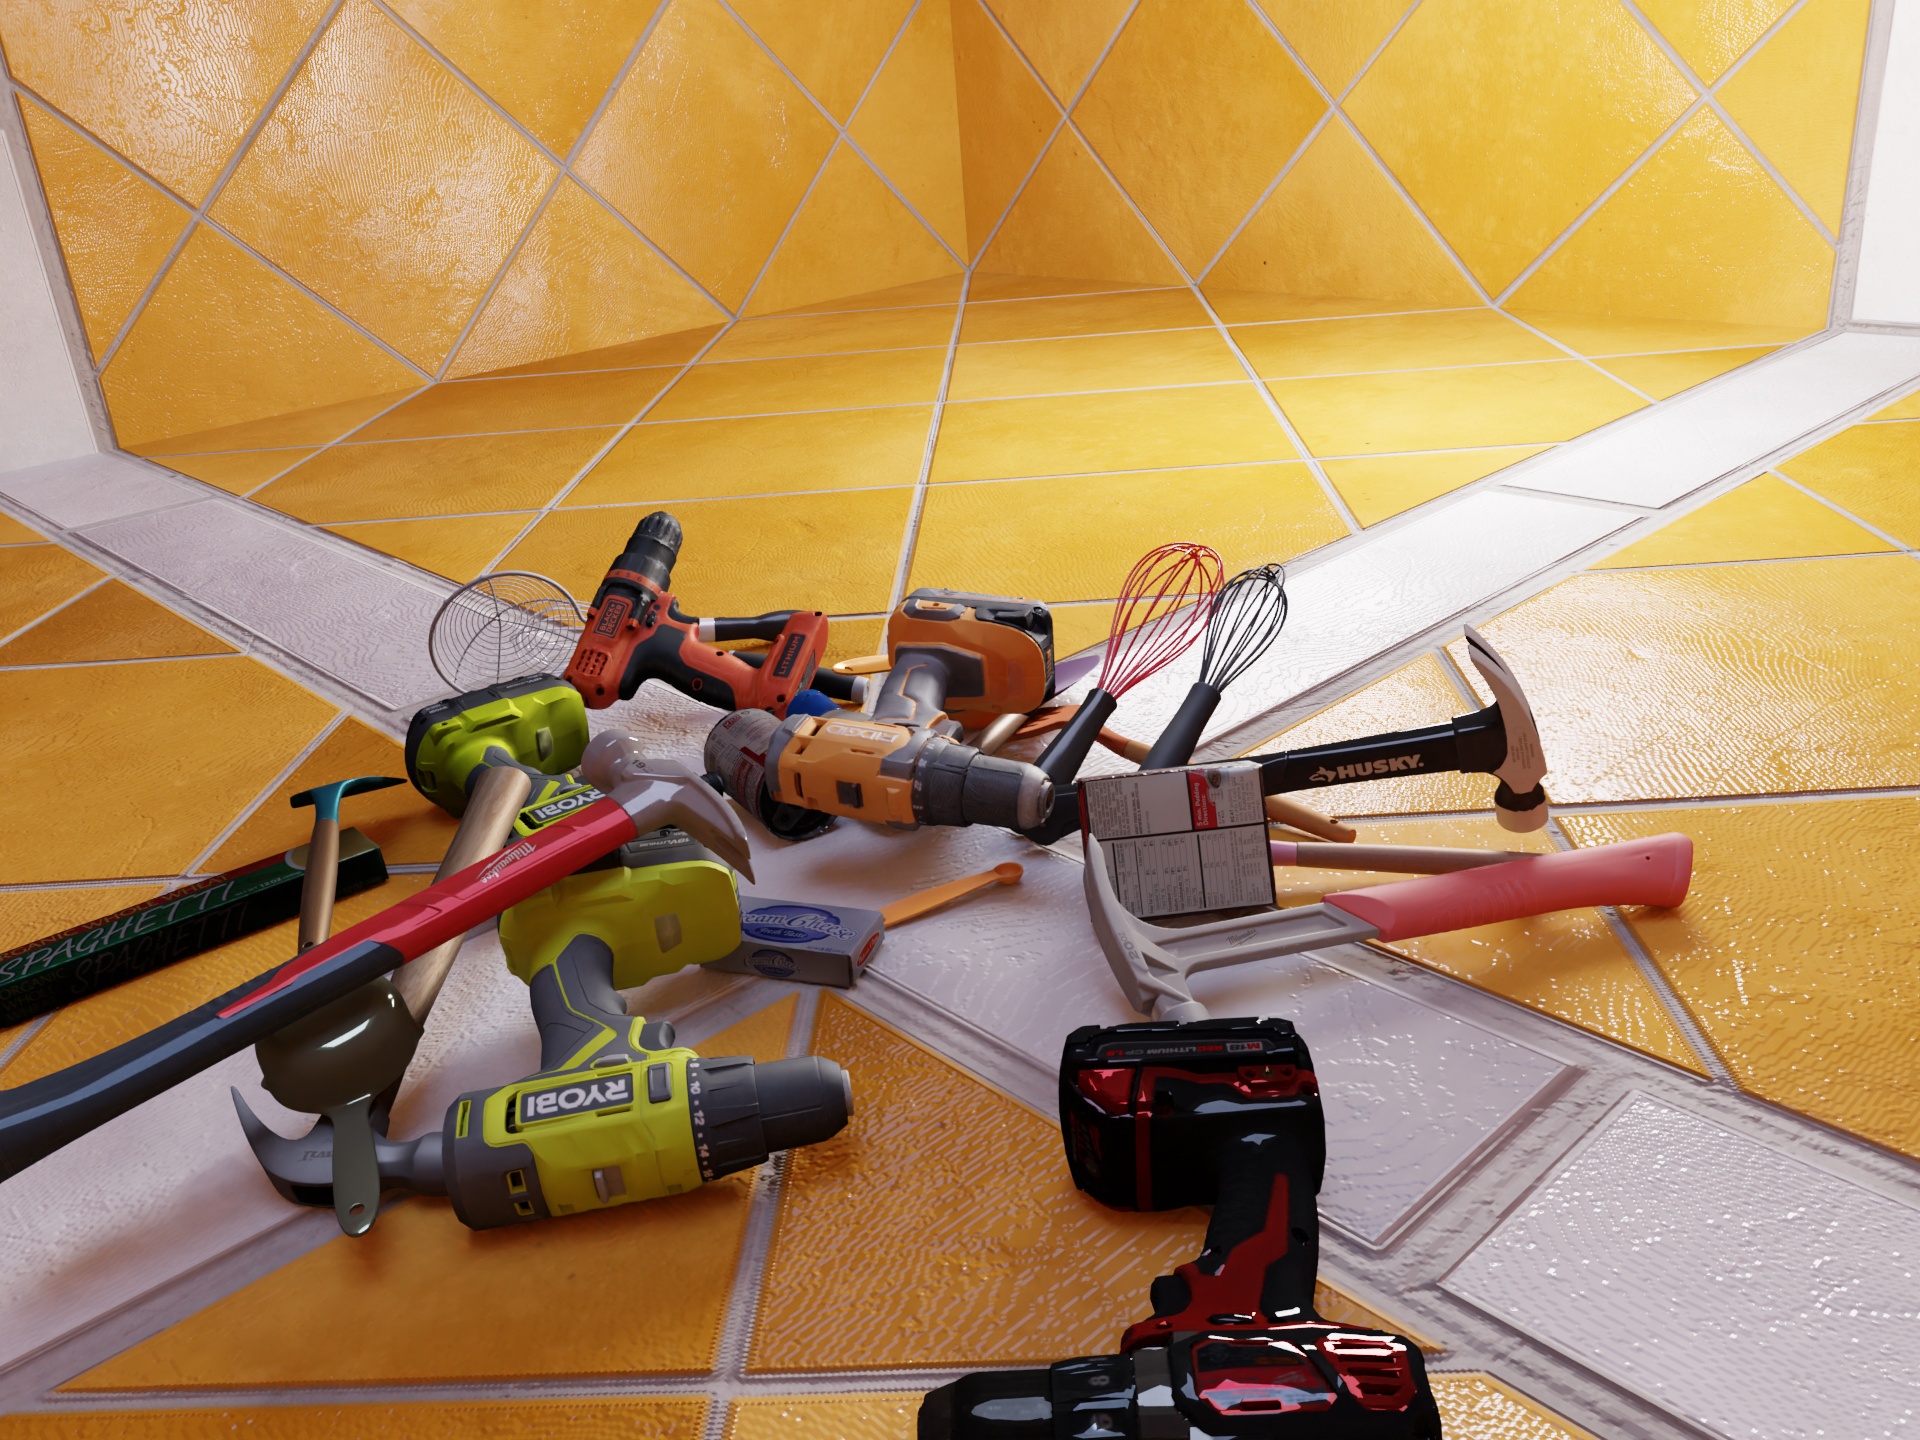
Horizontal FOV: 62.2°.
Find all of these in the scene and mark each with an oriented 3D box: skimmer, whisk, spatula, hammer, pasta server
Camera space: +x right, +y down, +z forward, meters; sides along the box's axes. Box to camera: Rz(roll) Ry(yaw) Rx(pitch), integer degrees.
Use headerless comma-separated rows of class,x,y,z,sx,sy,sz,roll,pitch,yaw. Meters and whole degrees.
skimmer,-0.260,-0.045,1.330,0.363,0.127,0.090,12,32,11
whisk,0.112,-0.029,1.152,0.073,0.073,0.296,12,52,35
spatula,-0.406,0.090,1.028,0.082,0.044,0.318,-13,24,-13
hammer,0.192,0.031,1.007,0.335,0.146,0.035,-10,36,17
whisk,-0.265,-0.081,1.449,0.284,0.070,0.070,-4,23,-9
pasta server,0.237,0.084,0.987,0.316,0.060,0.040,2,-6,9
hammer,-0.306,0.135,0.907,0.130,0.031,0.332,-4,35,5
whisk,0.170,-0.019,1.118,0.055,0.055,0.239,14,61,37
spatula,0.038,0.002,1.182,0.060,0.018,0.316,-14,13,29
hammer,-0.290,0.123,0.795,0.386,0.038,0.143,-30,43,-31
hammer,0.254,0.101,0.911,0.359,0.036,0.149,-8,44,-14
spatula,0.141,0.036,1.139,0.323,0.041,0.081,23,37,40

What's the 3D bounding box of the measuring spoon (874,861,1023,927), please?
measuring spoon,-0.012,0.114,1.005,0.117,0.011,0.021,-19,26,-21

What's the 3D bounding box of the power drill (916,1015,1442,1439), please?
power drill,0.080,0.223,0.653,0.188,0.080,0.227,-4,26,3

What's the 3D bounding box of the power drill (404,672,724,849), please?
power drill,-0.288,0.045,1.140,0.171,0.080,0.223,-21,32,-32

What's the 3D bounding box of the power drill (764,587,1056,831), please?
power drill,-0.002,-0.003,1.065,0.185,0.084,0.226,8,33,21

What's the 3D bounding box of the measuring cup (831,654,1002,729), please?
measuring cup,-0.033,-0.026,1.230,0.173,0.052,0.095,-7,35,-39

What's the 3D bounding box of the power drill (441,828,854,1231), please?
power drill,-0.162,0.155,0.833,0.190,0.080,0.229,-9,33,-7

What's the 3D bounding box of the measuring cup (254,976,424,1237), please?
measuring cup,-0.304,0.181,0.777,0.083,0.038,0.168,-17,34,-15
